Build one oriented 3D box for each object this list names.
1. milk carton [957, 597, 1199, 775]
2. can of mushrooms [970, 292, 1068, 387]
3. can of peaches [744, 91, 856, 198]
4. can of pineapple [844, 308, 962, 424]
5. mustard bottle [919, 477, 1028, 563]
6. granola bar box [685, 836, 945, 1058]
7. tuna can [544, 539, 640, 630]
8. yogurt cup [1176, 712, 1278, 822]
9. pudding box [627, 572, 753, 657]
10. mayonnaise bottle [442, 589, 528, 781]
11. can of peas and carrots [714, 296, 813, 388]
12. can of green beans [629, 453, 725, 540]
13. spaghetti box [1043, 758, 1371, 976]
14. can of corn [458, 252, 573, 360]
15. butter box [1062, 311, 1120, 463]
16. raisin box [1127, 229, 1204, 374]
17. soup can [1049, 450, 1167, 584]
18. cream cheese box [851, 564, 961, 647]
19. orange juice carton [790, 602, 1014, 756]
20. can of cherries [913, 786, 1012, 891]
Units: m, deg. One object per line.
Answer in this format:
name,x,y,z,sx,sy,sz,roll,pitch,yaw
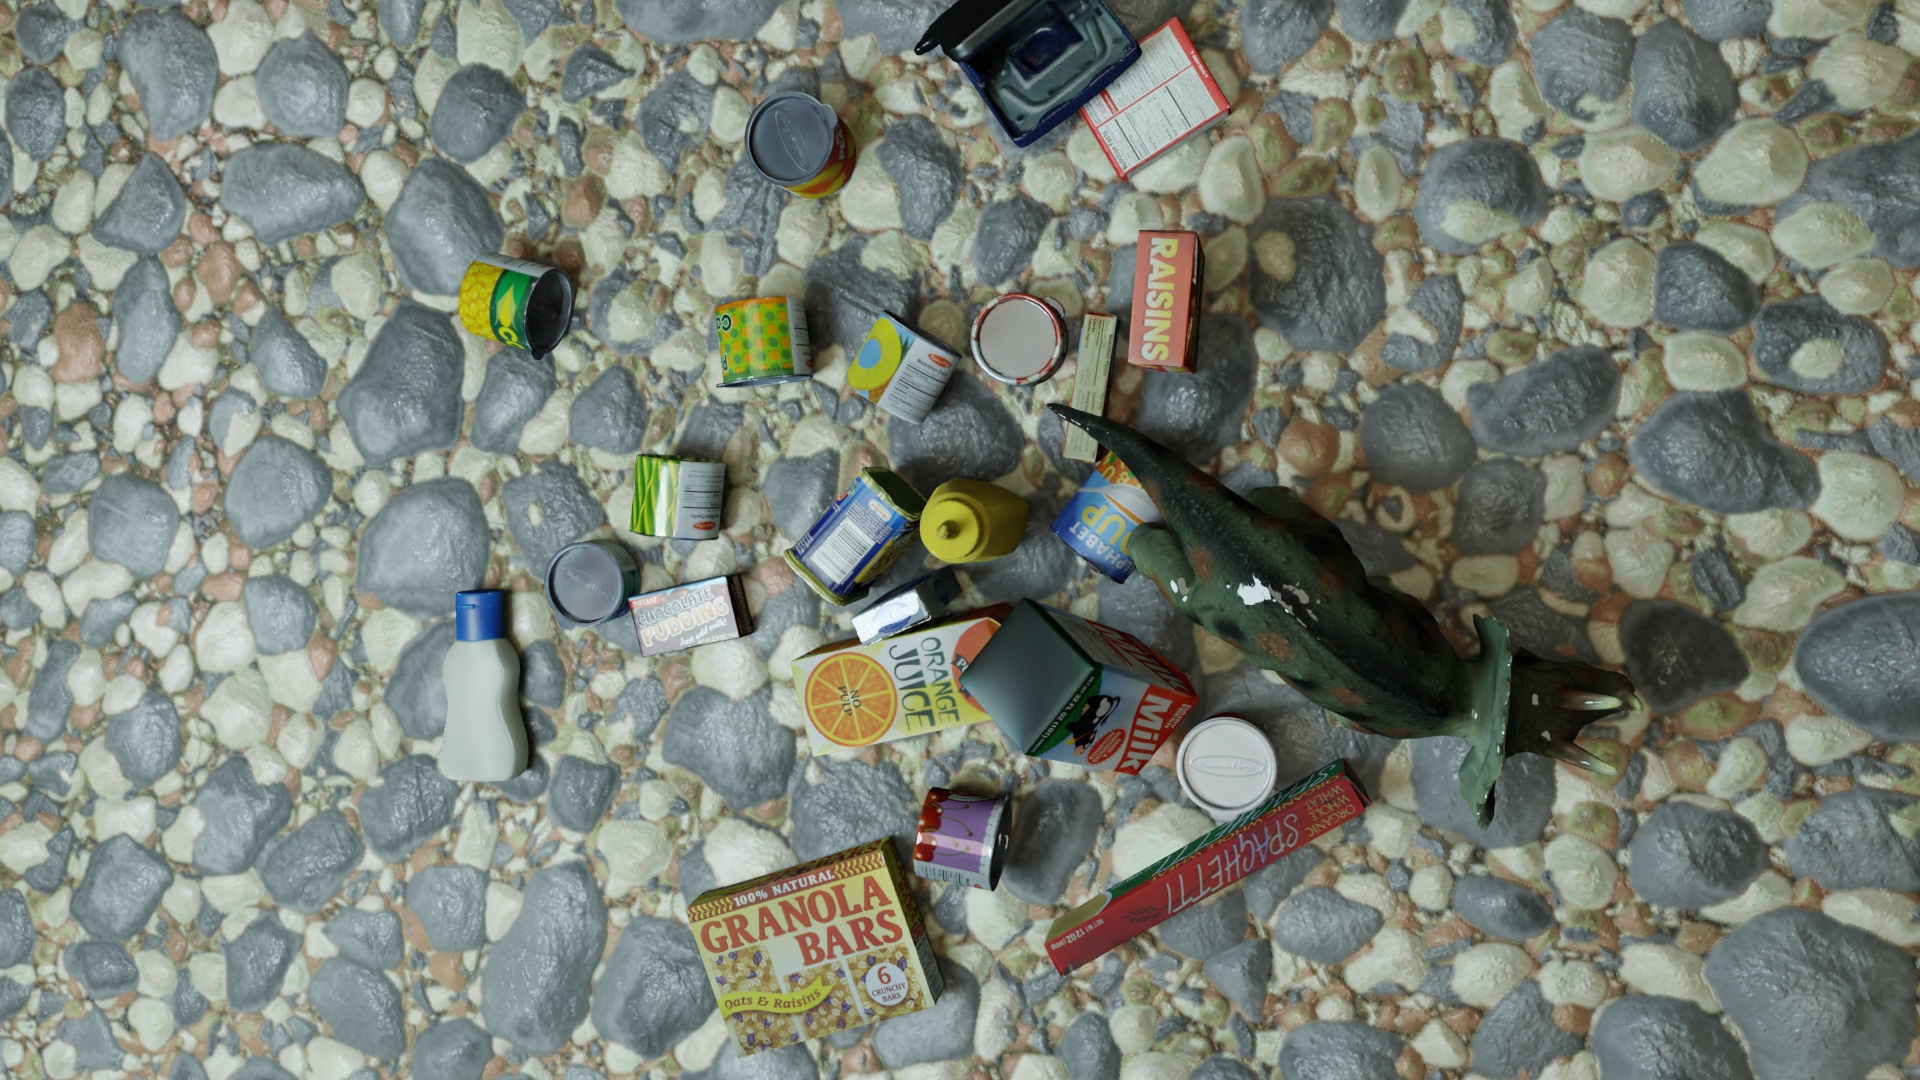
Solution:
milk carton,0.092,0.103,0.926,0.072,0.190,0.073,-53,54,12
can of mushrooms,0.044,-0.144,0.987,0.071,0.033,0.071,1,94,13
can of peaches,-0.112,-0.284,0.998,0.071,0.058,0.071,1,94,12
can of pineapple,-0.042,-0.124,0.992,0.071,0.071,0.057,33,101,8
mustard bottle,0.003,-0.012,0.941,0.065,0.160,0.048,18,100,12
granola bar box,-0.110,0.308,1.051,0.165,0.039,0.124,-19,91,13
tuna can,-0.285,0.035,1.072,0.071,0.033,0.071,1,94,12
yogurt cup,0.186,0.152,0.967,0.072,0.054,0.072,1,94,12
pudding box,-0.205,0.057,1.058,0.083,0.030,0.049,-12,91,13
mayonnaise bottle,-0.376,0.113,1.095,0.065,0.041,0.148,0,93,11
can of peas and carrots,-0.145,-0.143,1.011,0.071,0.071,0.058,-6,92,13
can of green beans,-0.211,-0.033,1.034,0.071,0.071,0.057,7,95,12
spaghetti box,0.171,0.230,0.978,0.249,0.050,0.028,-33,88,12
can of corn,-0.336,-0.178,1.050,0.058,0.071,0.071,16,98,12
butter box,0.092,-0.106,0.970,0.024,0.053,0.103,9,97,9
raisin box,0.138,-0.155,0.920,0.040,0.123,0.086,6,95,12
soup can,0.113,-0.021,0.962,0.071,0.071,0.083,39,101,7
cream cheese box,-0.037,0.045,0.983,0.053,0.104,0.024,-25,92,14
orange juice carton,-0.016,0.095,0.998,0.192,0.072,0.073,-14,92,13
can of cherries,0.003,0.213,1.007,0.058,0.071,0.071,8,96,13
